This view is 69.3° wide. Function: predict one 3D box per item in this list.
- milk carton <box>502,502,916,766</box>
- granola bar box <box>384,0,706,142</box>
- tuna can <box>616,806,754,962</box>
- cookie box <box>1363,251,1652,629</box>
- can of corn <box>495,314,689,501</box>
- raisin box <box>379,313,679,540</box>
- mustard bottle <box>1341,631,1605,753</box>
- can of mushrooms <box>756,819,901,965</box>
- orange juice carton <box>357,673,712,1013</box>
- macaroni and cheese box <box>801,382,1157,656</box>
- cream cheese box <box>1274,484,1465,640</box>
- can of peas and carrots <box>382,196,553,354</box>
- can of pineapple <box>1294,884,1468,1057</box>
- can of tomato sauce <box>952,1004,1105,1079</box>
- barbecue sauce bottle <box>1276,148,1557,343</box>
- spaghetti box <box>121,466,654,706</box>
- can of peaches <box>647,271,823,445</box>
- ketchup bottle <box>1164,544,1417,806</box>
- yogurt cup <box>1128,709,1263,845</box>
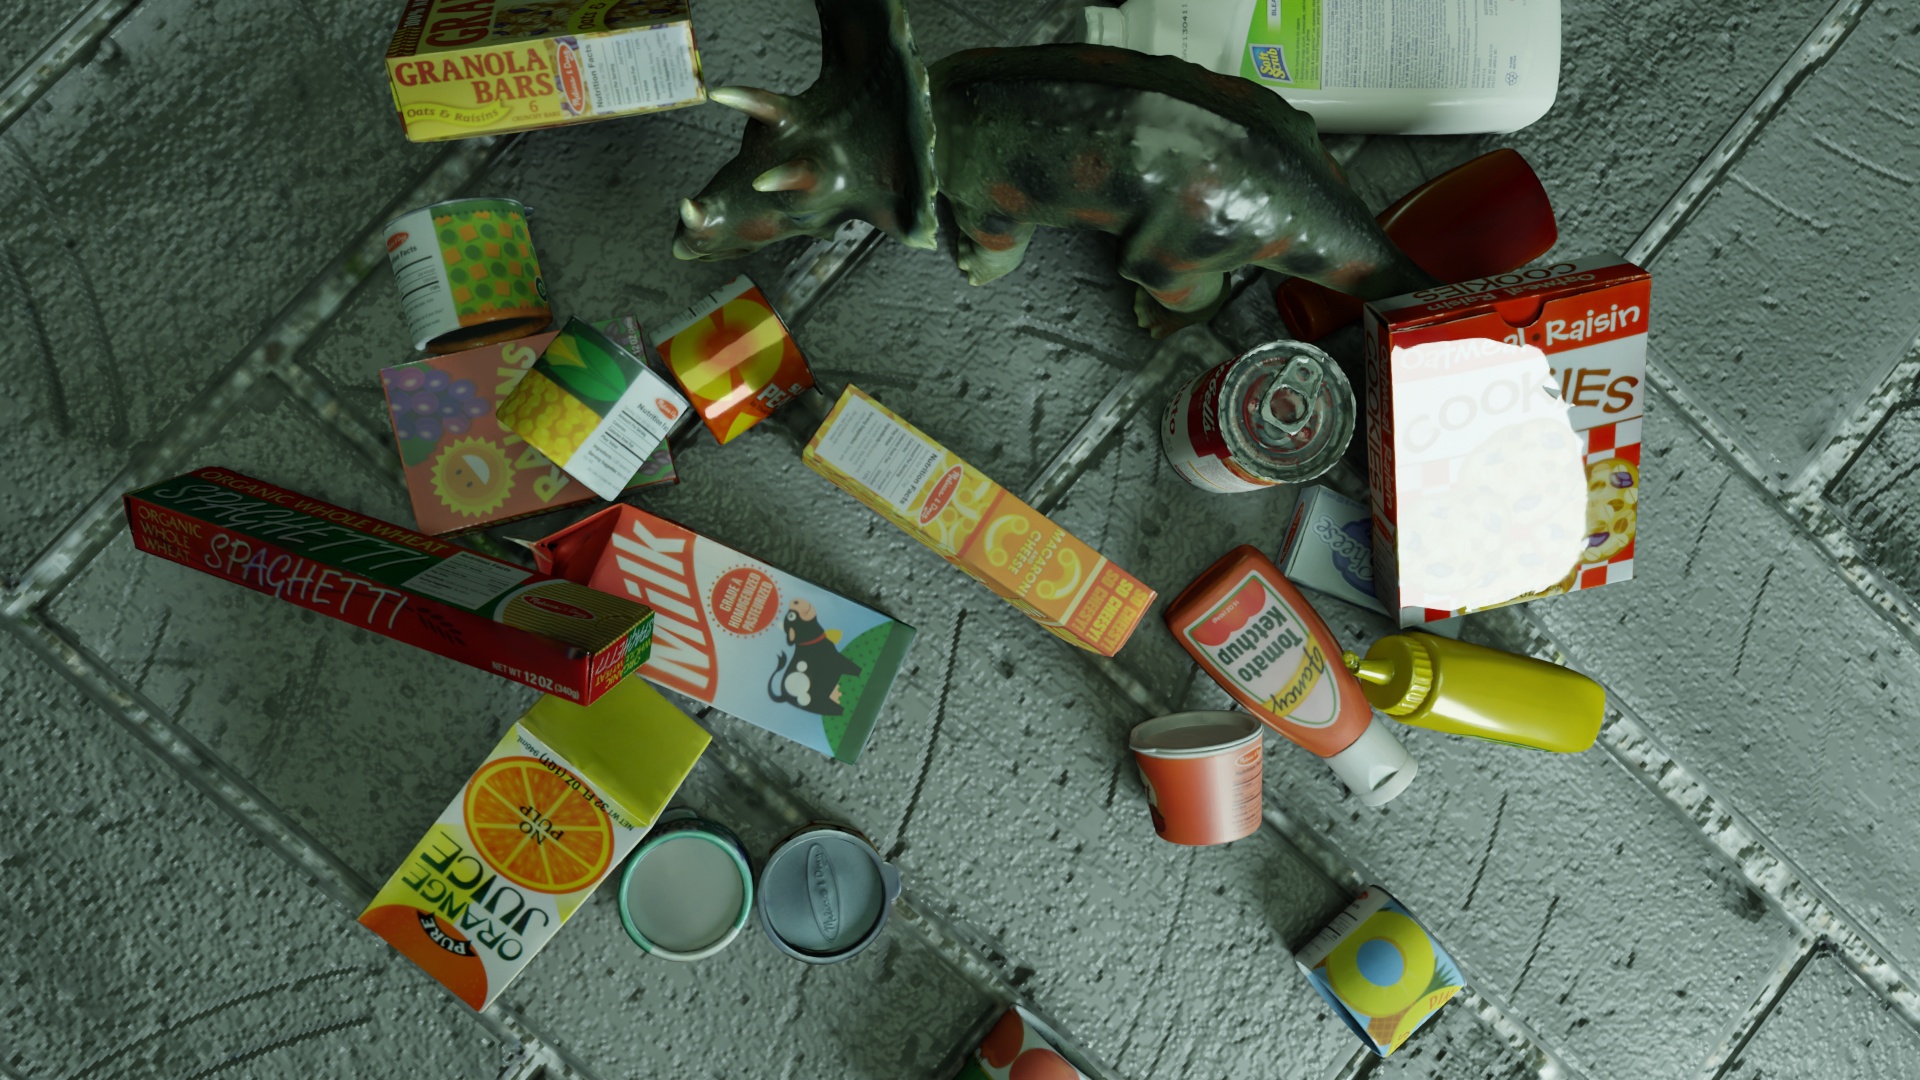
[{"bbox_3d":[-0.125,0.036,0.673,0.190,0.072,0.073,24,86,-6],"label":"milk carton"},{"bbox_3d":[-0.185,-0.233,0.633,0.124,0.166,0.038,-10,126,-7],"label":"granola bar box"},{"bbox_3d":[-0.136,0.170,0.687,0.071,0.033,0.071,0,89,-8],"label":"tuna can"},{"bbox_3d":[0.265,-0.046,0.677,0.123,0.040,0.166,-12,119,0],"label":"cookie box"},{"bbox_3d":[-0.170,-0.061,0.634,0.071,0.071,0.058,37,84,-6],"label":"can of corn"},{"bbox_3d":[-0.209,-0.056,0.681,0.123,0.040,0.086,-14,91,-10],"label":"raisin box"},{"bbox_3d":[0.256,0.076,0.716,0.160,0.065,0.049,13,89,-24],"label":"mustard bottle"},{"bbox_3d":[-0.066,0.175,0.697,0.071,0.033,0.071,0,88,-8],"label":"can of mushrooms"},{"bbox_3d":[-0.204,0.144,0.637,0.072,0.073,0.192,40,115,-6],"label":"orange juice carton"},{"bbox_3d":[0.002,-0.008,0.667,0.166,0.123,0.040,34,87,-6],"label":"macaroni and cheese box"},{"bbox_3d":[0.226,0.012,0.749,0.104,0.024,0.053,20,87,-7],"label":"cream cheese box"},{"bbox_3d":[-0.233,-0.127,0.667,0.071,0.071,0.058,-15,91,-8],"label":"can of peas and carrots"},{"bbox_3d":[0.218,0.224,0.719,0.058,0.071,0.071,-40,94,-6],"label":"can of pineapple"},{"bbox_3d":[0.025,0.284,0.688,0.071,0.071,0.083,40,83,-5],"label":"can of tomato sauce"},{"bbox_3d":[0.243,-0.153,0.748,0.149,0.043,0.065,-27,91,-8],"label":"barbecue sauce bottle"},{"bbox_3d":[-0.257,0.016,0.620,0.250,0.050,0.028,16,115,15],"label":"spaghetti box"},{"bbox_3d":[-0.111,-0.087,0.682,0.058,0.071,0.071,-34,93,-7],"label":"can of peaches"},{"bbox_3d":[0.177,0.074,0.729,0.064,0.043,0.149,-42,95,12],"label":"ketchup bottle"},{"bbox_3d":[0.124,0.121,0.712,0.072,0.072,0.054,-10,98,-8],"label":"yogurt cup"}]
